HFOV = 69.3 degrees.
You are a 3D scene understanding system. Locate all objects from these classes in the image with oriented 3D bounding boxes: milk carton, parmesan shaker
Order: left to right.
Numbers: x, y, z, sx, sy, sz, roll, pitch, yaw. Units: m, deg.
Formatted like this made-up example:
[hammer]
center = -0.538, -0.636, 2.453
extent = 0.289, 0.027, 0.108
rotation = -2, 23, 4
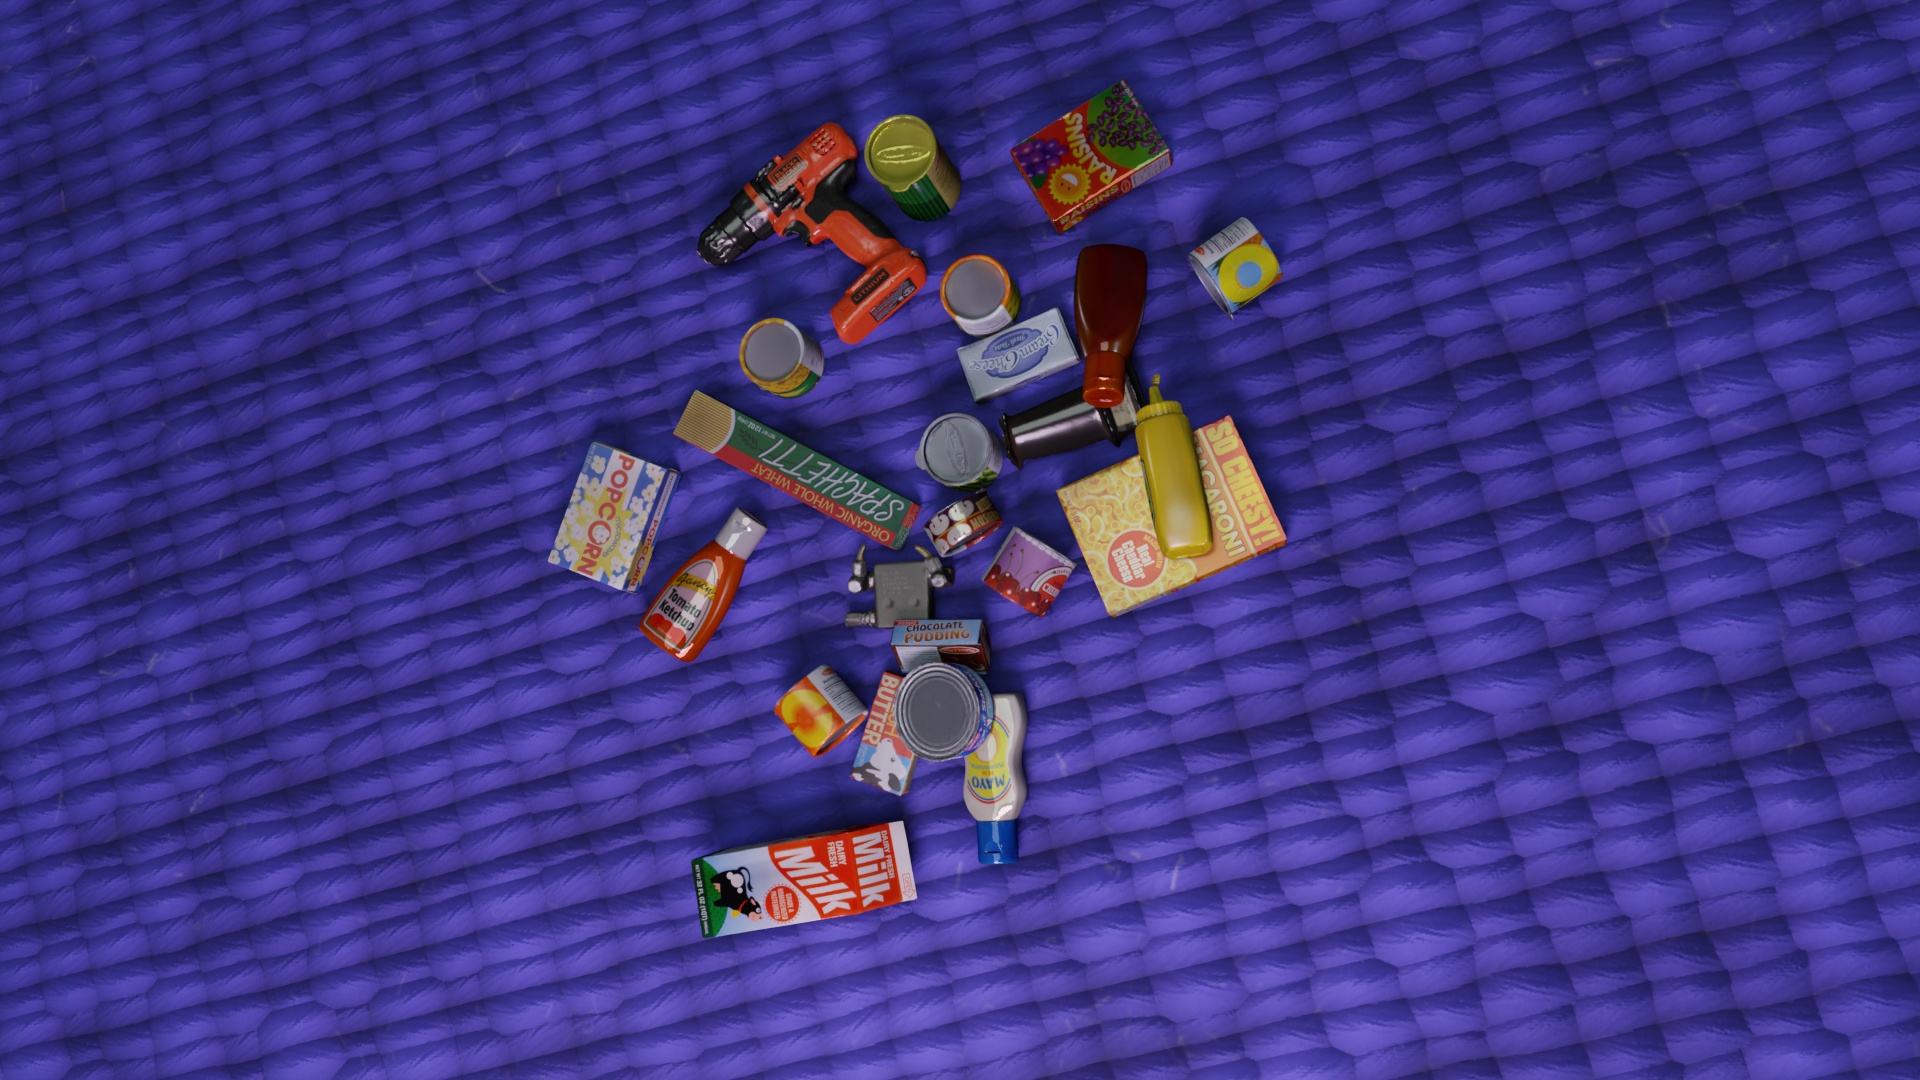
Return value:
[milk carton]
center = -0.136, 0.302, 1.245
extent = 0.190, 0.073, 0.072
rotation = -13, 82, 10
[parmesan shaker]
center = -0.043, -0.338, 1.277
extent = 0.071, 0.103, 0.071
rotation = -1, 84, 12

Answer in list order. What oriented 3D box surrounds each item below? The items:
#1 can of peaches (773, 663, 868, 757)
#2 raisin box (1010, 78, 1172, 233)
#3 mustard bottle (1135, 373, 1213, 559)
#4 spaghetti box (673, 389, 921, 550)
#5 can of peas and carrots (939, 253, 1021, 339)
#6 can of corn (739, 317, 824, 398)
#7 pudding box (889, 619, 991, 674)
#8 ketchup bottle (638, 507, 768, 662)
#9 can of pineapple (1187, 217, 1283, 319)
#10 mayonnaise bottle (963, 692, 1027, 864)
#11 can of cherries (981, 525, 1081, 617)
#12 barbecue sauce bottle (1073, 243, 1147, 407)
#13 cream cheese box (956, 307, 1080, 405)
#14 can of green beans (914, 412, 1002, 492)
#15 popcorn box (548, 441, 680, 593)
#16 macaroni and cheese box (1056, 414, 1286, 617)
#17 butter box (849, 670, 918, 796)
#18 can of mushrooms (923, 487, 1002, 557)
[can of peaches]
center = -0.128, 0.157, 1.263
extent = 0.071, 0.071, 0.058
rotation = -44, 78, 5
[raisin box]
center = 0.120, -0.353, 1.277
extent = 0.123, 0.040, 0.086
rotation = -31, 80, 6
[mustard bottle]
center = 0.178, -0.066, 1.182
extent = 0.049, 0.065, 0.160
rotation = -12, 75, 8
[spaghetti box]
center = -0.155, -0.067, 1.311
extent = 0.250, 0.028, 0.050
rotation = 27, 91, 14
[can of peas and carrots]
center = 0.018, -0.226, 1.275
extent = 0.071, 0.058, 0.071
rotation = -1, 84, 12
[can of corn]
center = -0.171, -0.170, 1.310
extent = 0.071, 0.058, 0.071
rotation = -1, 84, 12
[pudding box]
center = -0.017, 0.096, 1.251
extent = 0.084, 0.049, 0.030
rotation = -1, 51, 13
[ketchup bottle]
center = -0.238, 0.039, 1.310
extent = 0.065, 0.043, 0.148
rotation = 35, 92, 13
[can of pineapple]
center = 0.243, -0.241, 1.226
extent = 0.058, 0.071, 0.071
rotation = -34, 78, 7
[mayonnaise bottle]
center = 0.030, 0.211, 1.235
extent = 0.065, 0.041, 0.148
rotation = -5, 82, 17
[can of cherries]
center = 0.063, 0.029, 1.234
extent = 0.071, 0.071, 0.058
rotation = 33, 92, 13
[barbecue sauce bottle]
center = 0.131, -0.191, 1.233
extent = 0.065, 0.043, 0.149
rotation = 4, 66, 4
[cream cheese box]
center = 0.053, -0.170, 1.279
extent = 0.104, 0.024, 0.053
rotation = -22, 80, 9
[can of green beans]
center = 0.002, -0.079, 1.264
extent = 0.071, 0.058, 0.071
rotation = -1, 84, 12
[popcorn box]
center = -0.333, -0.022, 1.339
extent = 0.085, 0.038, 0.126
rotation = 20, 89, 13
[macaroni and cheese box]
center = 0.186, -0.021, 1.227
extent = 0.166, 0.040, 0.124
rotation = -24, 79, 9
[butter box]
center = -0.060, 0.175, 1.267
extent = 0.053, 0.024, 0.103
rotation = 17, 88, 13
[can of mushrooms]
center = 0.004, -0.016, 1.251
extent = 0.071, 0.071, 0.033
rotation = -31, 80, 8
